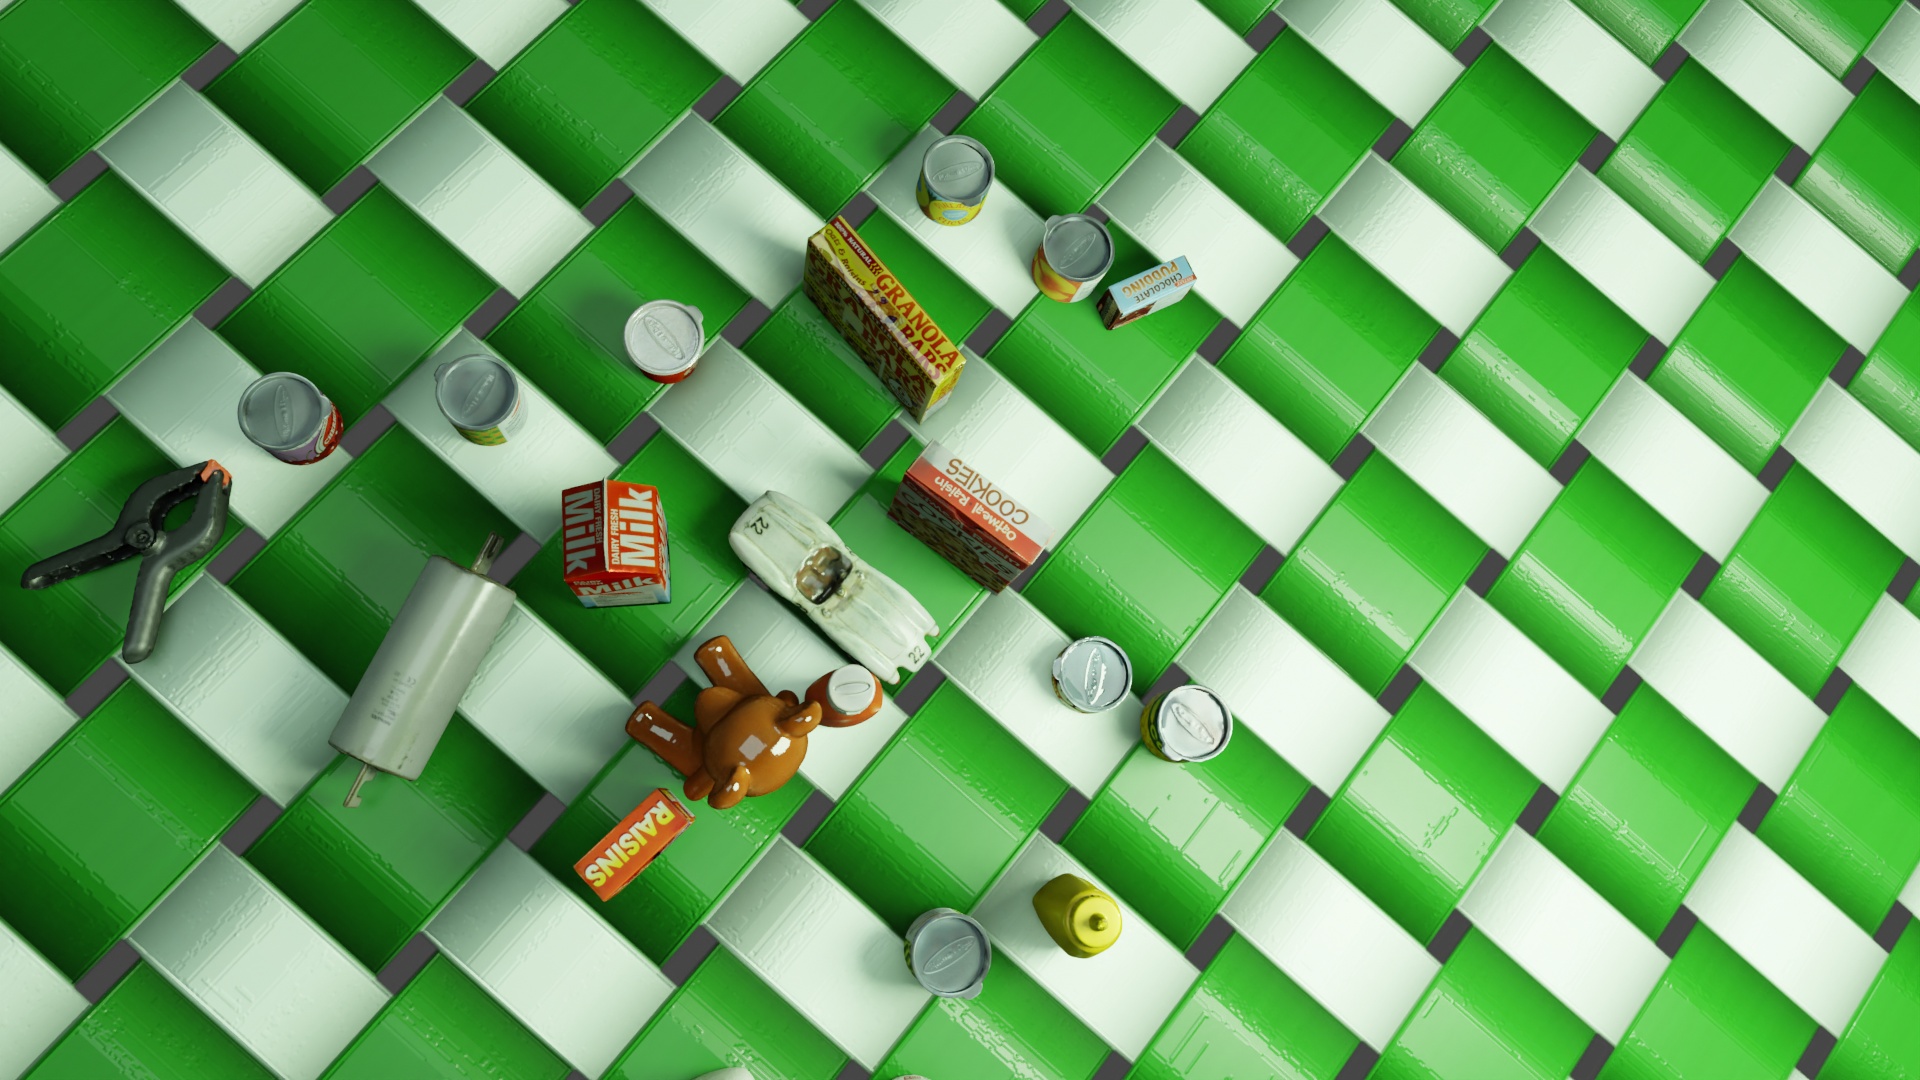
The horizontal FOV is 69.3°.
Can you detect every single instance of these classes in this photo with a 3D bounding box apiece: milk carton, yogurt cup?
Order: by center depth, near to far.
[{"bbox_3d":[-0.272,0.004,1.102,0.073,0.190,0.072,-3,80,-9],"label":"milk carton"},{"bbox_3d":[-0.257,-0.170,1.210,0.072,0.054,0.072,2,79,-8],"label":"yogurt cup"}]

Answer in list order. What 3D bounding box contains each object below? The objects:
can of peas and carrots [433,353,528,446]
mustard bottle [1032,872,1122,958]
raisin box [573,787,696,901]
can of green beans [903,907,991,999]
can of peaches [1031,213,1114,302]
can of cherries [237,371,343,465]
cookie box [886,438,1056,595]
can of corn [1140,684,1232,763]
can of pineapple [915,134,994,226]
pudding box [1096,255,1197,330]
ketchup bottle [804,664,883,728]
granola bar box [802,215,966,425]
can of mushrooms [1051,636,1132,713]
[{"bbox_3d":[-0.406,-0.119,1.175,0.071,0.058,0.071,2,79,-8],"label":"can of peas and carrots"},{"bbox_3d":[0.099,0.303,1.112,0.049,0.160,0.065,-34,86,-13],"label":"mustard bottle"},{"bbox_3d":[-0.253,0.238,1.092,0.086,0.123,0.040,-43,88,-13],"label":"raisin box"},{"bbox_3d":[-0.012,0.338,1.142,0.071,0.057,0.071,2,79,-8],"label":"can of green beans"},{"bbox_3d":[0.101,-0.261,1.279,0.071,0.058,0.071,2,79,-8],"label":"can of peaches"},{"bbox_3d":[-0.550,-0.099,1.150,0.071,0.058,0.071,2,79,-8],"label":"can of cherries"},{"bbox_3d":[0.004,-0.015,1.159,0.123,0.167,0.040,36,77,0],"label":"cookie box"},{"bbox_3d":[0.193,0.162,1.207,0.071,0.058,0.071,2,79,-8],"label":"can of corn"},{"bbox_3d":[-0.006,-0.328,1.277,0.071,0.057,0.071,2,79,-8],"label":"can of pineapple"},{"bbox_3d":[0.172,-0.229,1.288,0.084,0.049,0.030,-25,84,-12],"label":"pudding box"},{"bbox_3d":[-0.092,0.126,1.126,0.065,0.148,0.043,-5,80,-9],"label":"ketchup bottle"},{"bbox_3d":[-0.068,-0.188,1.205,0.039,0.124,0.165,-40,87,-13],"label":"granola bar box"},{"bbox_3d":[0.112,0.118,1.217,0.071,0.033,0.071,2,79,-8],"label":"can of mushrooms"}]
